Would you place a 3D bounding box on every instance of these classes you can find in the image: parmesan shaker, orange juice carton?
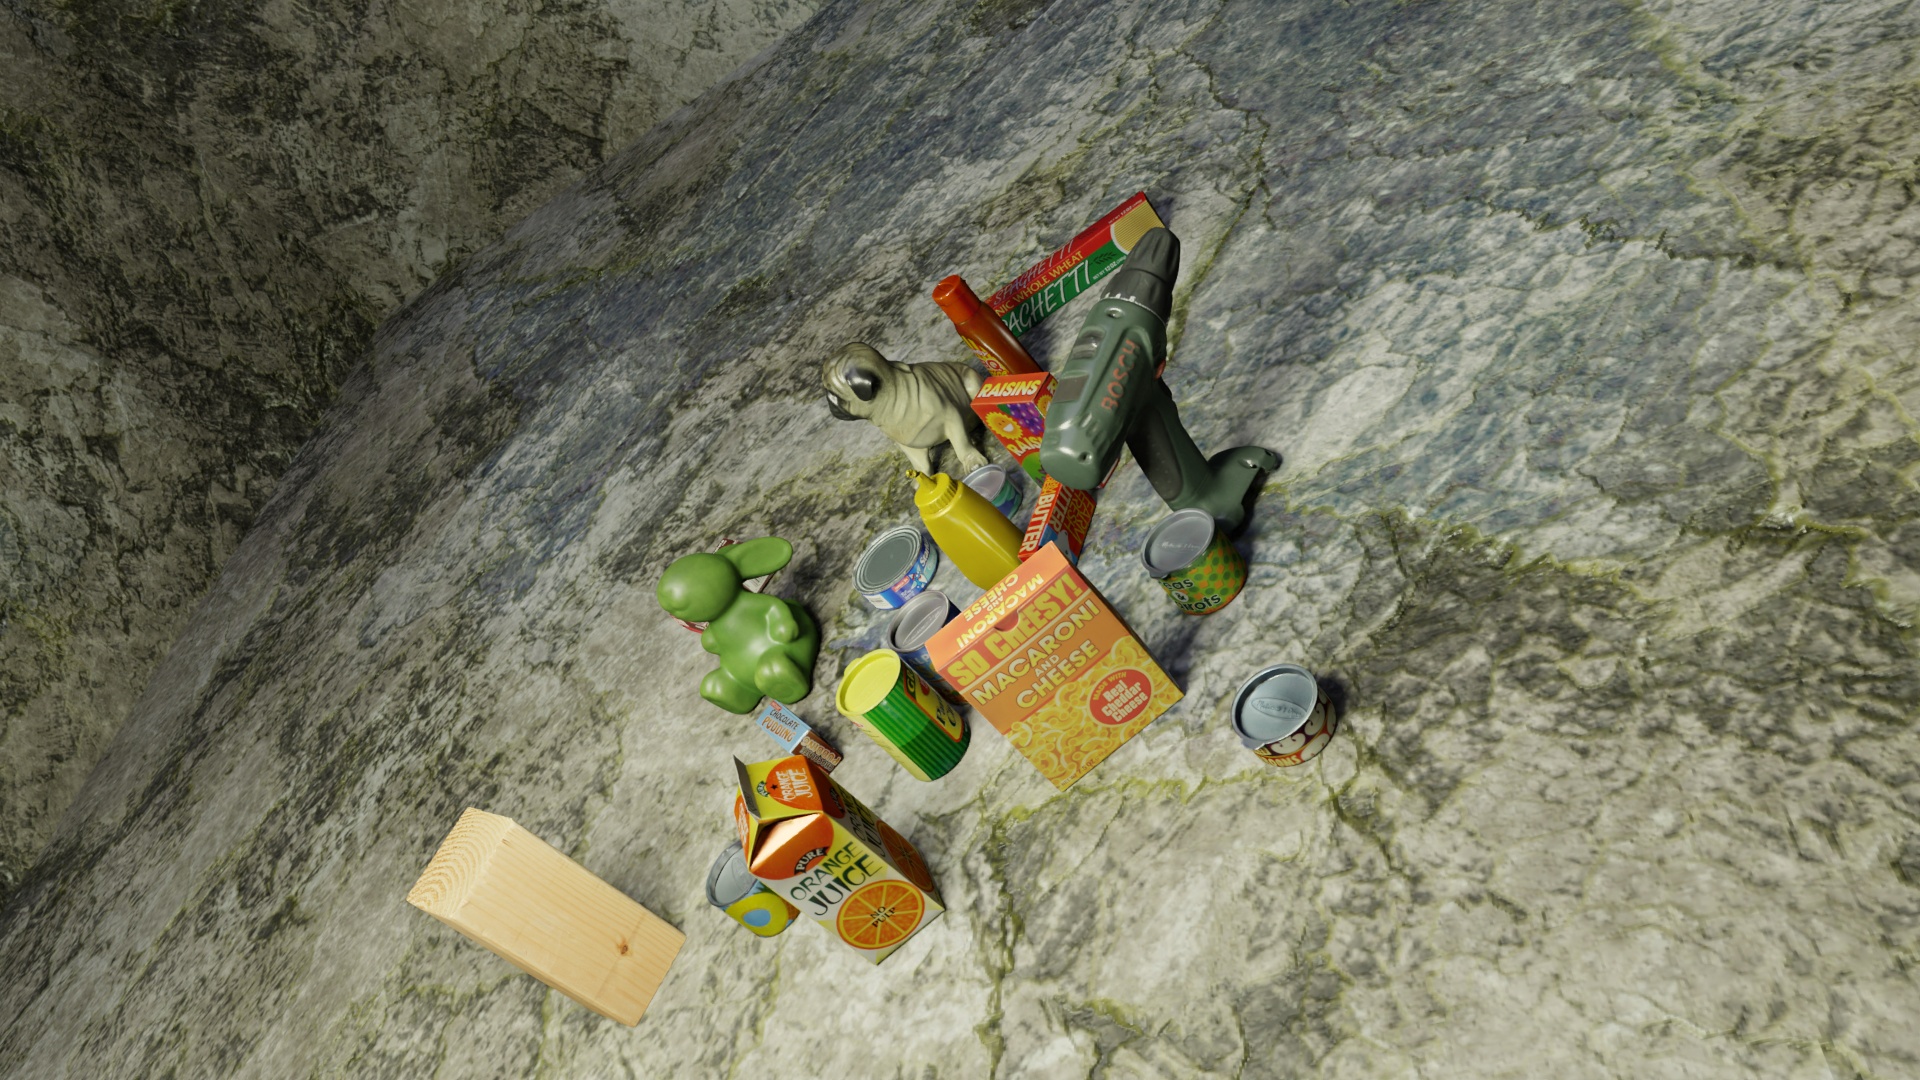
[{"bbox_3d":[-0.048,0.146,1.165,0.071,0.103,0.072,-28,35,22],"label":"parmesan shaker"},{"bbox_3d":[-0.103,0.231,1.042,0.073,0.192,0.072,-40,32,5],"label":"orange juice carton"}]

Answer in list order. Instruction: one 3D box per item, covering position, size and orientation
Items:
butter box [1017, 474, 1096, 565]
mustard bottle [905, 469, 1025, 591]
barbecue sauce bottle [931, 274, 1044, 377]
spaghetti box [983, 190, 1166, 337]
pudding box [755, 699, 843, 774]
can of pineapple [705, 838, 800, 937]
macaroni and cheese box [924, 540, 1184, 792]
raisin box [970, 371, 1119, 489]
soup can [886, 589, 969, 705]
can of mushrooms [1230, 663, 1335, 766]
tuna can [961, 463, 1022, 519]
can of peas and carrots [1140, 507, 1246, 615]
[{"bbox_3d":[0.087,-0.010,1.247,0.024,0.053,0.104,-12,43,39],"label":"butter box"},{"bbox_3d":[0.004,-0.016,1.242,0.065,0.160,0.049,-16,41,36],"label":"mustard bottle"},{"bbox_3d":[0.028,-0.215,1.458,0.044,0.148,0.065,-49,33,-10],"label":"barbecue sauce bottle"},{"bbox_3d":[0.113,-0.295,1.551,0.249,0.050,0.029,-34,34,14],"label":"spaghetti box"},{"bbox_3d":[-0.149,0.182,1.280,0.030,0.049,0.084,-50,33,-10],"label":"pudding box"},{"bbox_3d":[-0.169,0.291,1.169,0.071,0.057,0.071,-28,35,22],"label":"can of pineapple"},{"bbox_3d":[0.073,0.097,1.034,0.123,0.166,0.040,-40,32,5],"label":"macaroni and cheese box"},{"bbox_3d":[0.079,-0.101,1.295,0.086,0.123,0.040,3,55,49],"label":"raisin box"},{"bbox_3d":[-0.012,0.095,1.203,0.071,0.083,0.072,-28,35,22],"label":"soup can"},{"bbox_3d":[0.223,0.123,0.966,0.071,0.033,0.071,-28,35,22],"label":"can of mushrooms"},{"bbox_3d":[0.024,-0.039,1.366,0.071,0.032,0.071,-28,35,22],"label":"tuna can"},{"bbox_3d":[0.185,0.019,1.104,0.071,0.058,0.071,-28,35,22],"label":"can of peas and carrots"}]
